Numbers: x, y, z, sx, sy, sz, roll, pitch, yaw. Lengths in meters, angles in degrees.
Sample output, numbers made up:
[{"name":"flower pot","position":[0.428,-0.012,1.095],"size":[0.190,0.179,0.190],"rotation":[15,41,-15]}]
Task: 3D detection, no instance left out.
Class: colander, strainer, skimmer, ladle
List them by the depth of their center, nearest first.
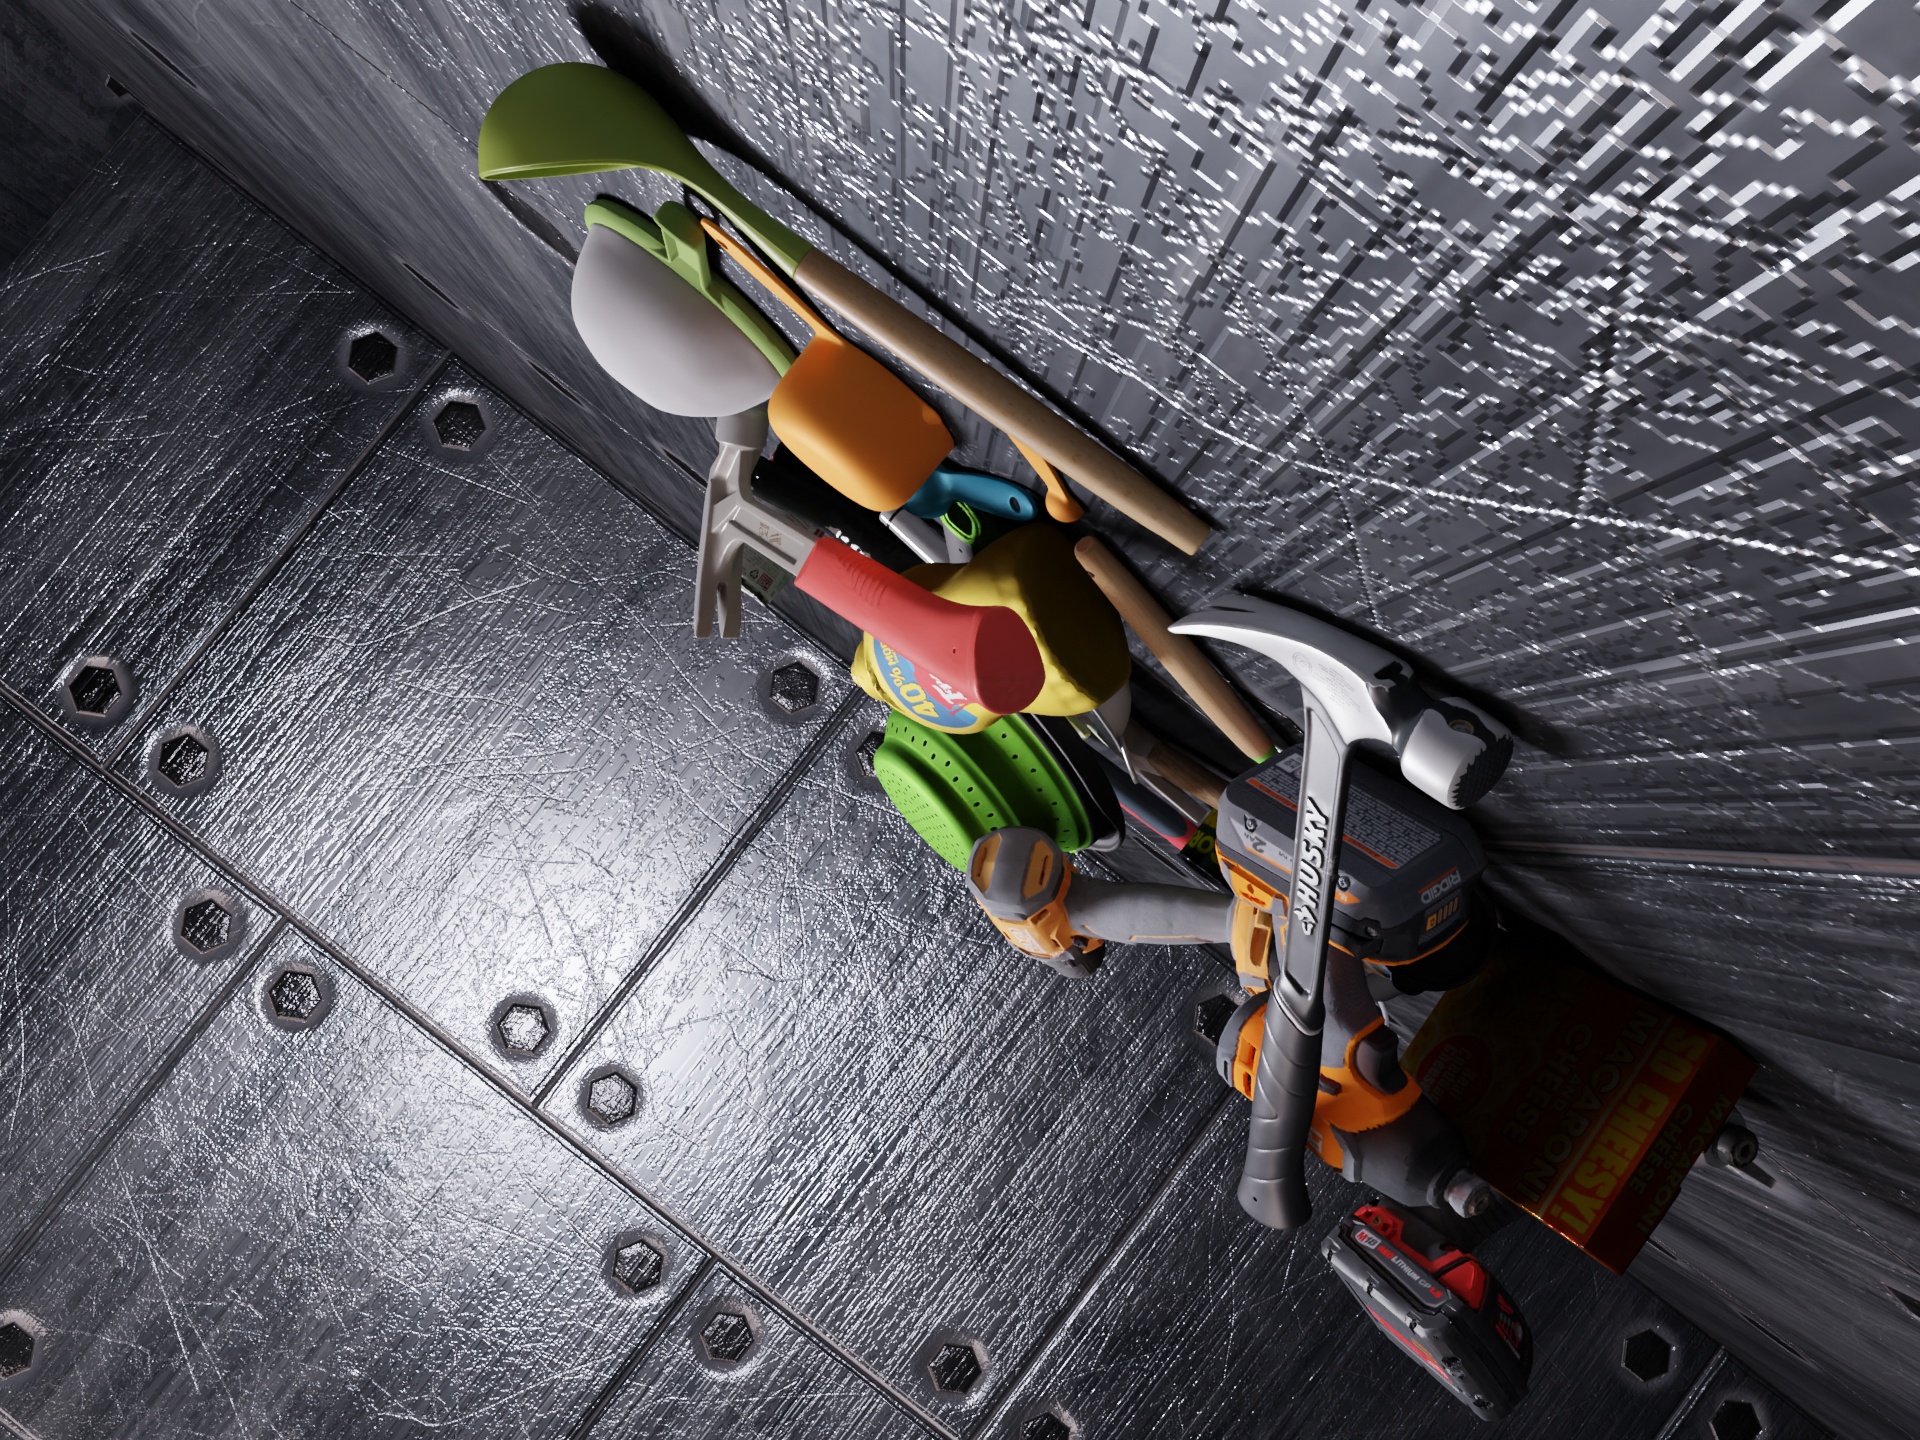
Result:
[{"name":"ladle","position":[-0.044,-0.151,0.614],"size":[0.320,0.062,0.078],"rotation":[35,-157,0]},{"name":"strainer","position":[-0.156,-0.209,0.829],"size":[0.151,0.069,0.256],"rotation":[39,178,-8]},{"name":"colander","position":[-0.002,-0.003,1.007],"size":[0.205,0.094,0.396],"rotation":[42,163,26]},{"name":"strainer","position":[0.034,-0.065,1.012],"size":[0.258,0.050,0.087],"rotation":[43,178,10]},{"name":"skimmer","position":[0.365,0.223,1.414],"size":[0.127,0.090,0.363],"rotation":[41,166,9]}]

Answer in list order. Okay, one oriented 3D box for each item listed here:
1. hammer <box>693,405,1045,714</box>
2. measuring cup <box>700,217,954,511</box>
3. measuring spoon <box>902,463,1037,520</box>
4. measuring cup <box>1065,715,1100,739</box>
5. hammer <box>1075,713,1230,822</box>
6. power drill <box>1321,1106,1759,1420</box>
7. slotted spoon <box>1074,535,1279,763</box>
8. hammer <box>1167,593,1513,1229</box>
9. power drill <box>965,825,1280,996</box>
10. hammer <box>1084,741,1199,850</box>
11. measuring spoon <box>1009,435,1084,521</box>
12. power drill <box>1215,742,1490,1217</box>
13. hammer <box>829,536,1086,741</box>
[{"name":"hammer","position":[-0.064,-0.067,0.853],"size":[0.036,0.149,0.359],"rotation":[-2,-160,-30]},{"name":"measuring cup","position":[-0.076,-0.163,0.757],"size":[0.173,0.052,0.095],"rotation":[39,177,-42]},{"name":"measuring spoon","position":[-0.003,-0.114,0.809],"size":[0.129,0.021,0.042],"rotation":[26,138,56]},{"name":"measuring cup","position":[0.084,0.007,1.294],"size":[0.083,0.038,0.167],"rotation":[56,-169,30]},{"name":"hammer","position":[0.209,0.072,1.052],"size":[0.332,0.031,0.129],"rotation":[34,174,47]},{"name":"power drill","position":[0.320,0.261,0.870],"size":[0.078,0.219,0.143],"rotation":[53,169,-22]},{"name":"slotted spoon","position":[0.145,0.000,0.845],"size":[0.313,0.031,0.070],"rotation":[43,172,-40]},{"name":"hammer","position":[0.153,0.116,0.736],"size":[0.149,0.036,0.408],"rotation":[40,149,37]},{"name":"power drill","position":[0.132,0.135,1.017],"size":[0.226,0.084,0.185],"rotation":[6,156,22]},{"name":"hammer","position":[0.173,0.085,1.269],"size":[0.143,0.038,0.385],"rotation":[33,179,45]},{"name":"measuring spoon","position":[0.026,-0.116,0.683],"size":[0.021,0.011,0.116],"rotation":[36,176,35]},{"name":"power drill","position":[0.203,0.141,0.802],"size":[0.164,0.084,0.226],"rotation":[34,142,45]},{"name":"hammer","position":[-0.001,-0.065,1.366],"size":[0.330,0.033,0.128],"rotation":[41,176,-36]}]
